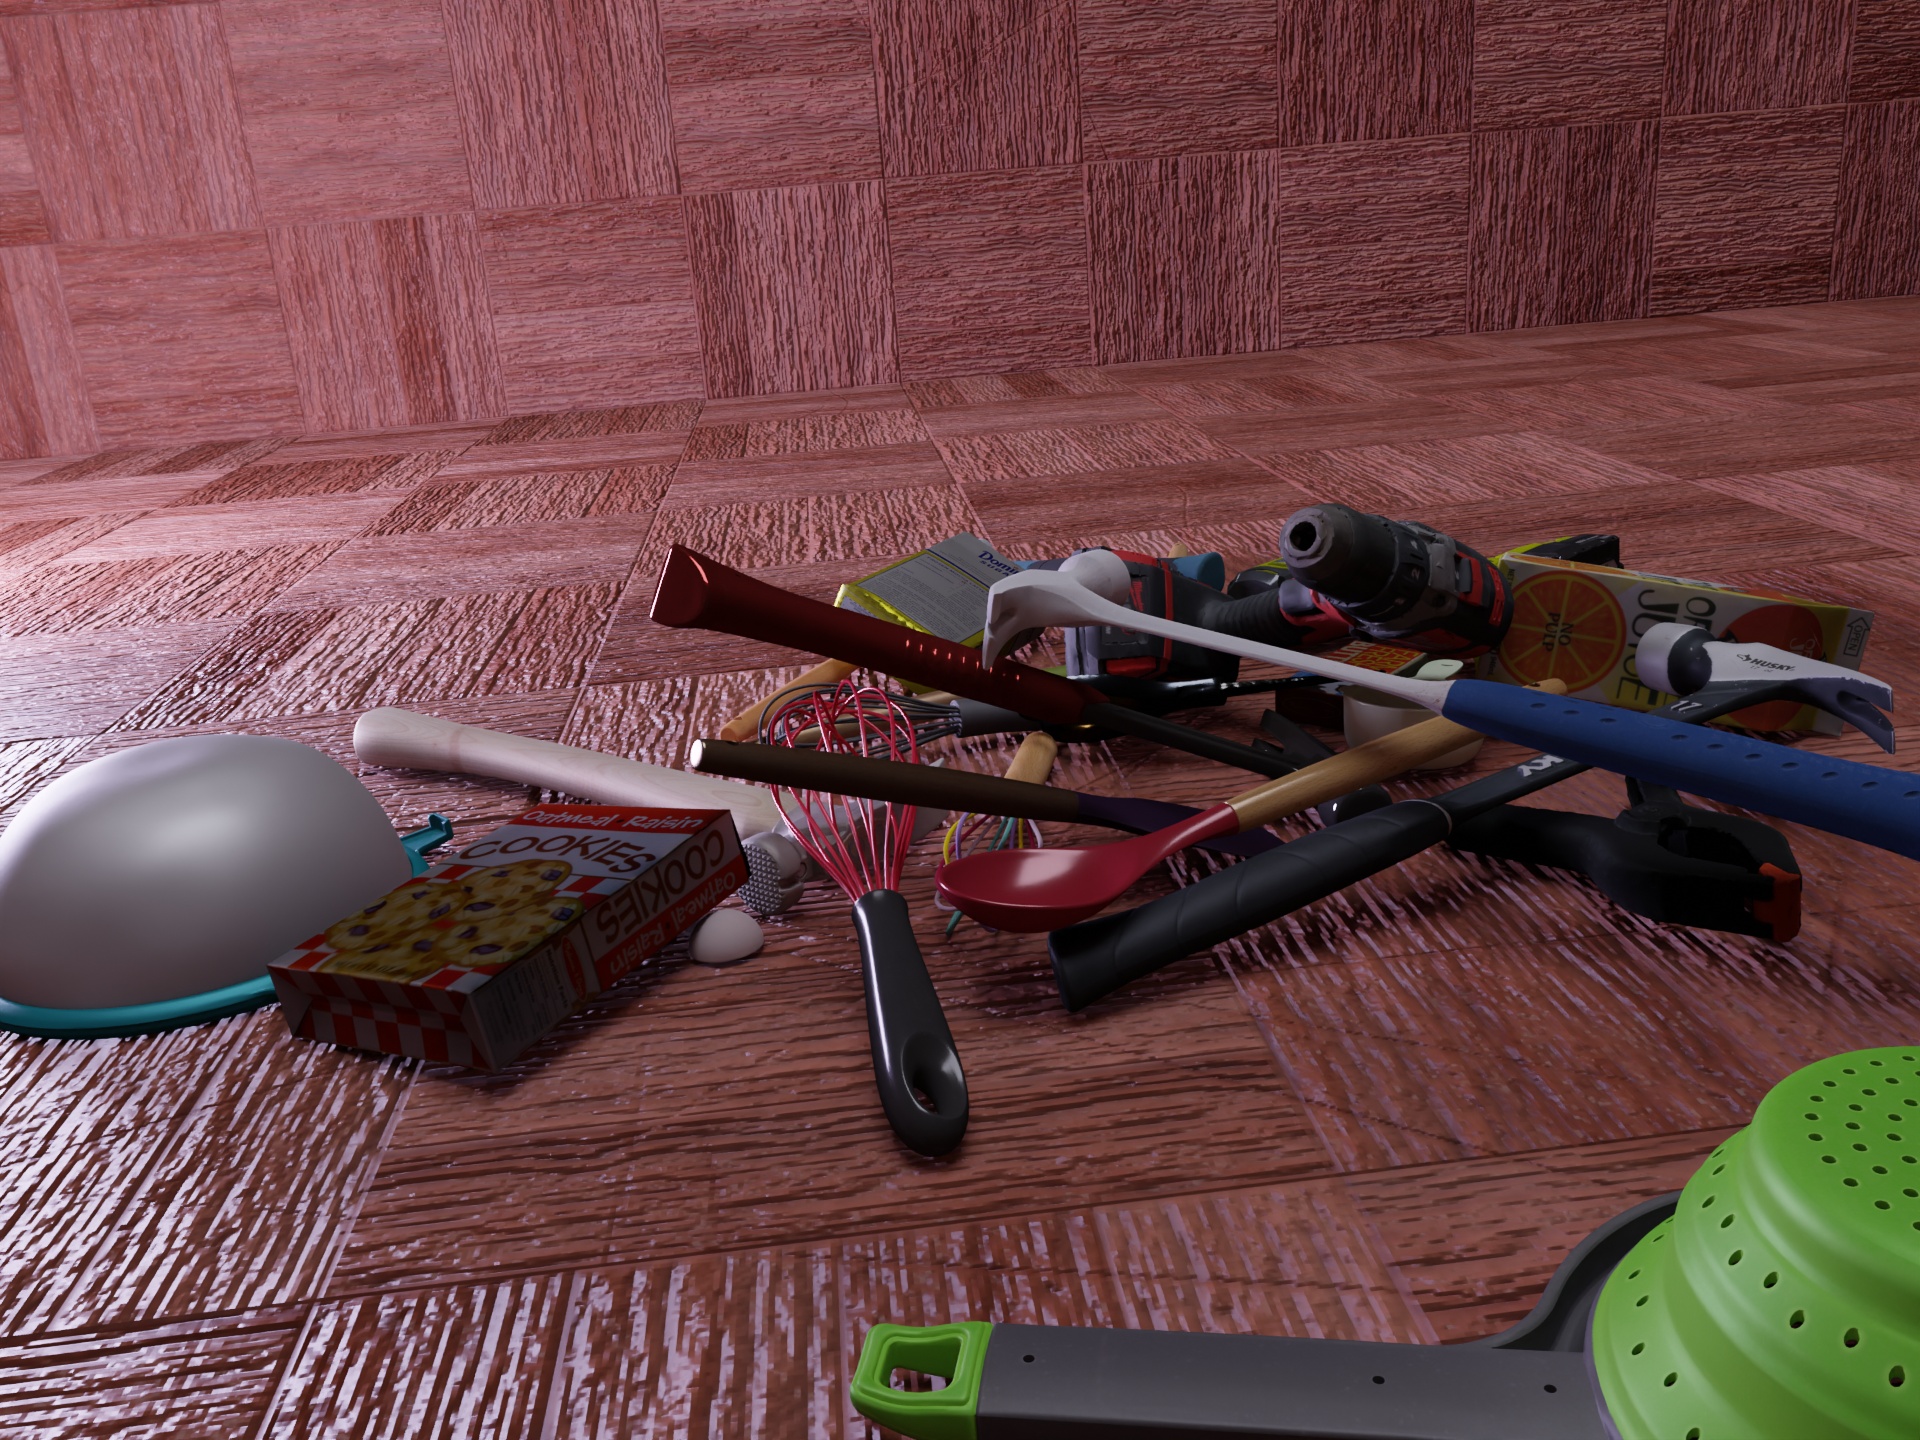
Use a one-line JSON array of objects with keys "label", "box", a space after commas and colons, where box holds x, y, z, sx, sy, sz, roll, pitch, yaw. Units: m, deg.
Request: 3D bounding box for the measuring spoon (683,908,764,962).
[{"label": "measuring spoon", "box": [-0.133, 0.085, 0.751, 0.034, 0.018, 0.124, -17, 22, -33]}]

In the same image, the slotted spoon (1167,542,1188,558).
[{"label": "slotted spoon", "box": [0.159, -0.099, 1.219, 0.070, 0.031, 0.314, -3, 17, 12]}]

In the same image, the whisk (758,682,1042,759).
[{"label": "whisk", "box": [-0.002, -0.004, 0.943, 0.239, 0.055, 0.055, -6, 18, -20]}]

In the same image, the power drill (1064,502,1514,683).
[{"label": "power drill", "box": [0.163, -0.066, 0.867, 0.227, 0.080, 0.187, -7, -13, 41]}]

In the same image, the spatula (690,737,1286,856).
[{"label": "spatula", "box": [0.029, 0.036, 0.699, 0.315, 0.018, 0.060, 10, 15, -33]}]

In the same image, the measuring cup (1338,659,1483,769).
[{"label": "measuring cup", "box": [0.267, -0.006, 0.910, 0.083, 0.038, 0.167, 5, 13, 25]}]

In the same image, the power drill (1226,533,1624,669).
[{"label": "power drill", "box": [0.316, -0.085, 1.067, 0.171, 0.080, 0.223, -21, 22, -40]}]

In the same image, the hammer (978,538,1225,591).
[{"label": "hammer", "box": [0.071, -0.113, 1.214, 0.128, 0.033, 0.331, -21, 18, -37]}]

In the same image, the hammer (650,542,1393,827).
[{"label": "hammer", "box": [0.028, -0.018, 0.774, 0.359, 0.036, 0.149, 16, 12, -16]}]

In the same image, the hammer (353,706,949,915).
[{"label": "hammer", "box": [-0.201, 0.030, 0.906, 0.411, 0.038, 0.146, 9, 22, 36]}]

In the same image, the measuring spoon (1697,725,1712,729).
[{"label": "measuring spoon", "box": [0.363, 0.004, 0.894, 0.021, 0.011, 0.117, -21, 21, -41]}]

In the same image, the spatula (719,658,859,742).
[{"label": "spatula", "box": [-0.085, -0.043, 1.070, 0.081, 0.041, 0.322, 3, 17, 18]}]

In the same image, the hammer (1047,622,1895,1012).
[{"label": "hammer", "box": [0.220, 0.041, 0.699, 0.409, 0.036, 0.149, -20, 18, -18]}]

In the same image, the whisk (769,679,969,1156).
[{"label": "whisk", "box": [-0.036, 0.068, 0.666, 0.073, 0.073, 0.296, -7, 33, -8]}]

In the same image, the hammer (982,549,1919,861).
[{"label": "hammer", "box": [0.195, -0.010, 0.670, 0.406, 0.035, 0.144, 17, 20, 28]}]

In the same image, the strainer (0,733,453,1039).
[{"label": "strainer", "box": [-0.433, 0.064, 0.764, 0.340, 0.095, 0.211, -3, 19, 1]}]

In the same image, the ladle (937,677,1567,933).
[{"label": "ladle", "box": [0.137, 0.032, 0.687, 0.315, 0.031, 0.069, -19, 22, -19]}]

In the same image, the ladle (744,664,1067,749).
[{"label": "ladle", "box": [0.018, -0.027, 0.993, 0.320, 0.062, 0.078, -14, 45, -18]}]

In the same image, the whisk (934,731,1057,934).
[{"label": "whisk", "box": [0.026, 0.051, 0.798, 0.047, 0.051, 0.245, 19, 18, 5]}]

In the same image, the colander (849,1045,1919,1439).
[{"label": "colander", "box": [0.165, 0.144, 0.392, 0.397, 0.094, 0.204, -1, 19, 10]}]
